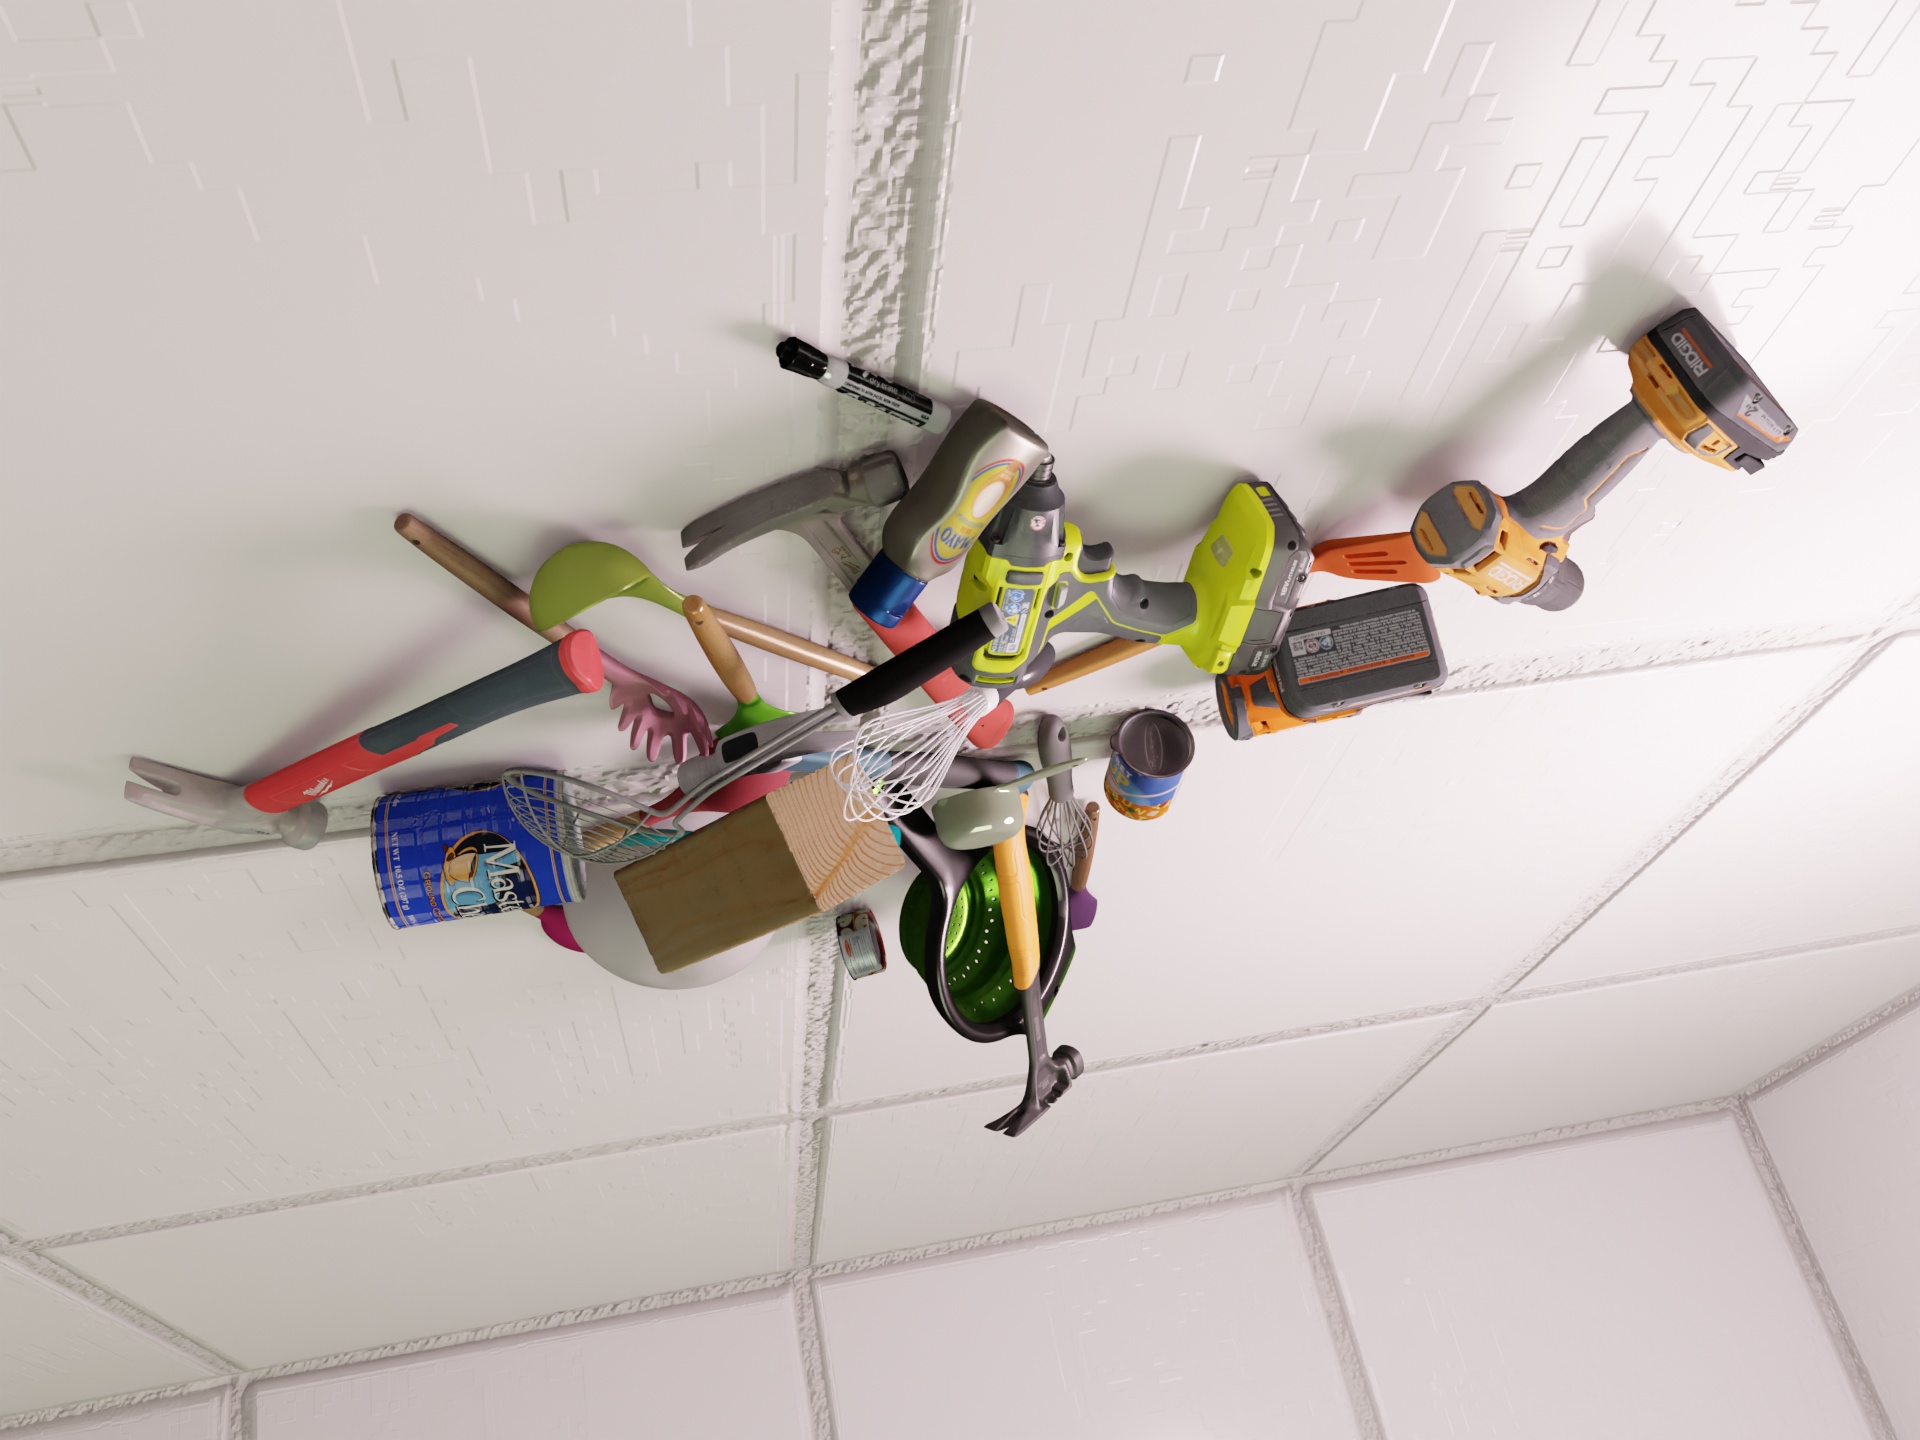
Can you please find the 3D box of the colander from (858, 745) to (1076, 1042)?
[{"bbox_3d":[-0.027,0.143,1.438,0.094,0.205,0.396,9,149,38],"label":"colander"}]

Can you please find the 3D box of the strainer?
[{"bbox_3d":[-0.194,0.162,1.336,0.340,0.095,0.210,-15,148,29],"label":"strainer"}]

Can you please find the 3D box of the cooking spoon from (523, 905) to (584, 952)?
[{"bbox_3d":[-0.385,0.158,1.394,0.069,0.017,0.318,-18,151,12],"label":"cooking spoon"}]

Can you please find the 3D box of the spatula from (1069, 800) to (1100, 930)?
[{"bbox_3d":[0.118,0.155,1.597,0.059,0.018,0.315,-9,152,-6],"label":"spatula"}]

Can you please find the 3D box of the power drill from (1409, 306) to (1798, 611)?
[{"bbox_3d":[0.444,-0.159,1.090,0.185,0.084,0.226,17,134,-44],"label":"power drill"}]

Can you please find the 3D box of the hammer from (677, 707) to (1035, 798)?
[{"bbox_3d":[-0.056,0.035,1.244,0.128,0.033,0.330,-25,160,35],"label":"hammer"}]

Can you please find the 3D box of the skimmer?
[{"bbox_3d":[-0.139,-0.004,1.064,0.363,0.090,0.127,-30,149,11],"label":"skimmer"}]

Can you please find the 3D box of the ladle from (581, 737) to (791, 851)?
[{"bbox_3d":[-0.276,0.086,1.277,0.315,0.031,0.069,-23,114,17],"label":"ladle"}]

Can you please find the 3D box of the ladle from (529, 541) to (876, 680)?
[{"bbox_3d":[-0.153,-0.053,1.081,0.078,0.062,0.320,-19,156,35],"label":"ladle"}]

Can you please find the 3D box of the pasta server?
[{"bbox_3d":[-0.263,-0.048,1.060,0.060,0.040,0.315,-13,152,20],"label":"pasta server"}]

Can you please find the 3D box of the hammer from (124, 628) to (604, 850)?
[{"bbox_3d":[-0.388,0.010,1.048,0.386,0.038,0.143,-20,151,32],"label":"hammer"}]

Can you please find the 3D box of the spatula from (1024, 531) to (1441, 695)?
[{"bbox_3d":[0.195,-0.076,1.196,0.322,0.041,0.081,-22,151,19],"label":"spatula"}]

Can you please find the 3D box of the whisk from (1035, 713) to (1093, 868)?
[{"bbox_3d":[0.086,0.064,1.395,0.055,0.055,0.238,-13,147,0],"label":"whisk"}]

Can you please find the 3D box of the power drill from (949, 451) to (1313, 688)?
[{"bbox_3d":[0.112,-0.101,1.066,0.223,0.080,0.171,0,130,-18],"label":"power drill"}]

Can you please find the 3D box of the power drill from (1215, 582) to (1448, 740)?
[{"bbox_3d":[0.292,-0.040,1.210,0.164,0.084,0.226,-13,173,-2],"label":"power drill"}]

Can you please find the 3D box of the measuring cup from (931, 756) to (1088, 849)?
[{"bbox_3d":[0.046,0.070,1.302,0.083,0.038,0.167,3,160,-44],"label":"measuring cup"}]

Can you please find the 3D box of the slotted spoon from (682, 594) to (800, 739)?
[{"bbox_3d":[-0.152,-0.025,1.078,0.070,0.031,0.313,-12,164,-2],"label":"slotted spoon"}]

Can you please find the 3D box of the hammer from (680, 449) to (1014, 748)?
[{"bbox_3d":[-0.050,-0.062,1.125,0.149,0.037,0.358,-20,150,12],"label":"hammer"}]

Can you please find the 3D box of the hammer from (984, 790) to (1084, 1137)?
[{"bbox_3d":[0.053,0.213,1.443,0.034,0.336,0.127,10,-152,36],"label":"hammer"}]

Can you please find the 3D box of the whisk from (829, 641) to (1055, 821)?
[{"bbox_3d":[-0.002,-0.003,1.100,0.070,0.070,0.284,-37,180,36],"label":"whisk"}]
